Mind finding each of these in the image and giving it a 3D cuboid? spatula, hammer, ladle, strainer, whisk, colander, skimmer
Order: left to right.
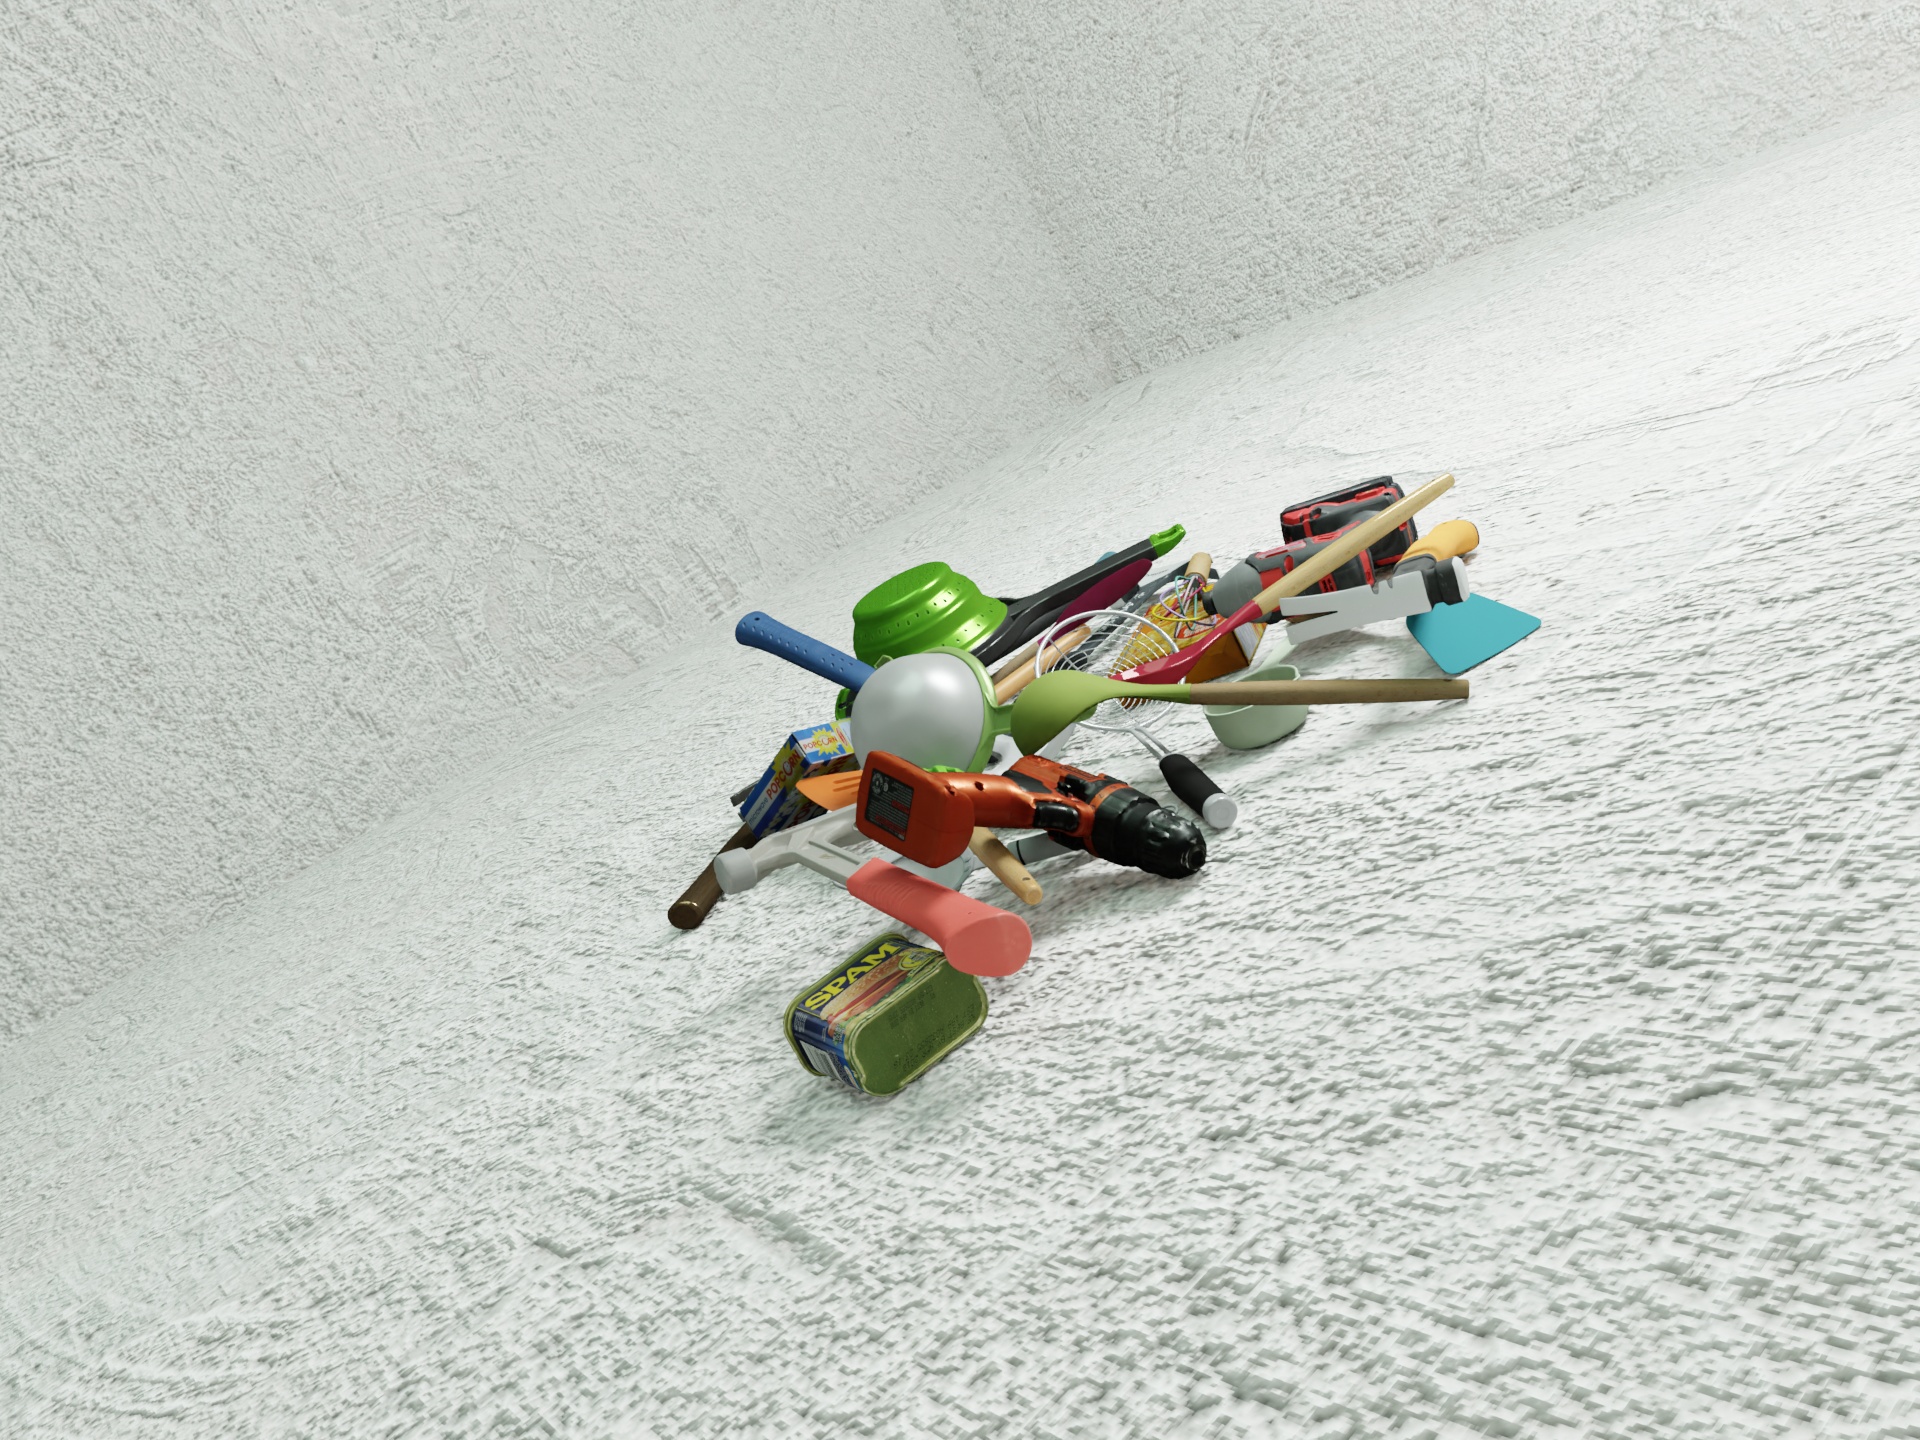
[{"bbox_3d":[-0.207,0.113,1.559,0.130,0.031,0.331,-21,15,22],"label":"hammer"},{"bbox_3d":[-0.067,-0.031,1.468,0.144,0.035,0.406,-38,42,-28],"label":"hammer"},{"bbox_3d":[-0.042,0.106,1.045,0.149,0.036,0.359,-19,13,-23],"label":"hammer"},{"bbox_3d":[-0.007,-0.003,1.288,0.256,0.151,0.069,-10,-22,43],"label":"strainer"},{"bbox_3d":[-0.002,-0.005,1.460,0.322,0.041,0.081,-37,36,-21],"label":"spatula"},{"bbox_3d":[0.031,-0.132,1.596,0.397,0.094,0.205,-26,19,7],"label":"colander"},{"bbox_3d":[0.038,-0.074,1.668,0.331,0.033,0.128,-37,4,-12],"label":"hammer"},{"bbox_3d":[0.034,0.100,1.143,0.258,0.050,0.087,-17,28,15],"label":"strainer"},{"bbox_3d":[0.126,-0.067,1.589,0.149,0.036,0.409,-15,19,40],"label":"hammer"},{"bbox_3d":[0.144,-0.010,1.219,0.127,0.090,0.363,-8,15,-6],"label":"skimmer"},{"bbox_3d":[0.208,-0.122,1.446,0.047,0.051,0.245,-28,9,19],"label":"whisk"},{"bbox_3d":[0.190,-0.007,1.117,0.320,0.062,0.078,-1,17,17],"label":"ladle"},{"bbox_3d":[0.245,-0.100,1.205,0.315,0.031,0.069,-33,9,-5],"label":"ladle"},{"bbox_3d":[0.334,-0.077,1.267,0.082,0.044,0.317,-29,9,-10],"label":"spatula"},{"bbox_3d":[0.346,-0.117,1.225,0.127,0.034,0.337,-13,7,28],"label":"hammer"}]

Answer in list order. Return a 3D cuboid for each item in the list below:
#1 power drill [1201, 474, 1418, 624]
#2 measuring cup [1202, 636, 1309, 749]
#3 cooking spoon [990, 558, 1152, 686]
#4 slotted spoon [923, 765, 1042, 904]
[{"bbox_3d":[0.302,-0.138,1.366,0.143,0.078,0.220,-15,11,34],"label":"power drill"},{"bbox_3d":[0.243,-0.026,1.219,0.083,0.038,0.167,-17,15,36],"label":"measuring cup"},{"bbox_3d":[0.060,-0.056,1.551,0.319,0.017,0.068,-38,-18,17],"label":"cooking spoon"},{"bbox_3d":[0.008,0.077,1.135,0.070,0.031,0.314,-11,14,-12],"label":"slotted spoon"}]
